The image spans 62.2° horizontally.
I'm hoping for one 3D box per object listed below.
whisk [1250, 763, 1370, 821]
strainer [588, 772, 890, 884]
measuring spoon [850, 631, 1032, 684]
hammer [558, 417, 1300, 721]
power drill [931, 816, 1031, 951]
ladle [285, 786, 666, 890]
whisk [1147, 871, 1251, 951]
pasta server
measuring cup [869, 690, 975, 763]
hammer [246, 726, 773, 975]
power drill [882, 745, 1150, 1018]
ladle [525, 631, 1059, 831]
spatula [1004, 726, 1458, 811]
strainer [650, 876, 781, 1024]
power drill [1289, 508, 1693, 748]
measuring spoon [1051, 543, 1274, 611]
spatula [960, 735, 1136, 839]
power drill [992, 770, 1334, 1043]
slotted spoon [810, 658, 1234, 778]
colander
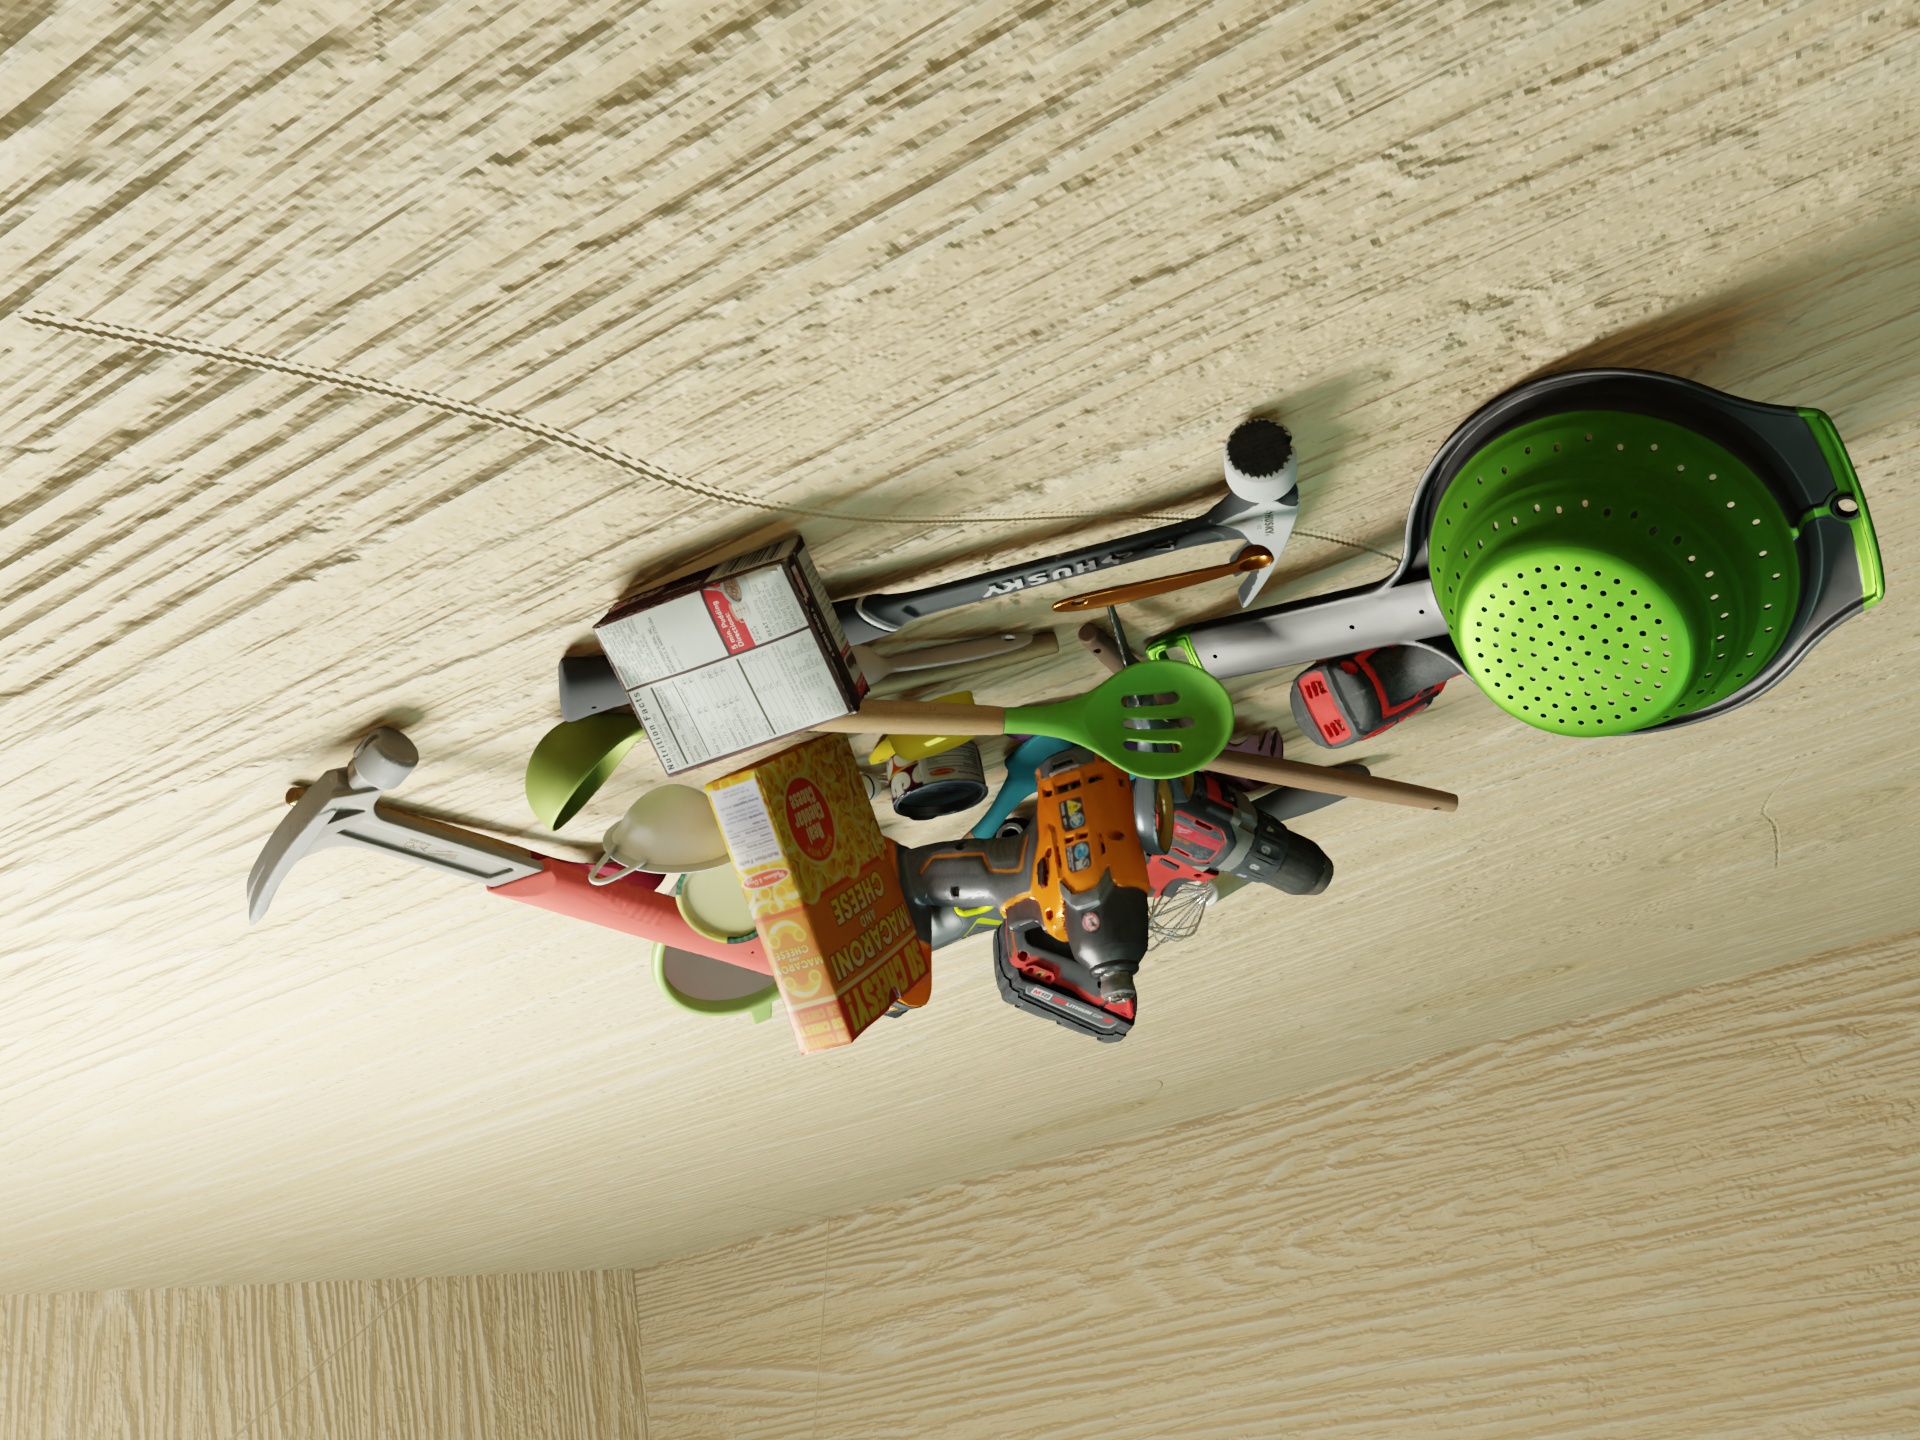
[{"bbox_3d":[0.214,0.081,1.282,0.239,0.055,0.055,-21,156,10],"label":"whisk"},{"bbox_3d":[-0.129,0.055,1.005,0.087,0.050,0.258,20,-161,34],"label":"strainer"},{"bbox_3d":[-0.017,-0.042,0.911,0.124,0.034,0.018,-11,120,-14],"label":"measuring spoon"},{"bbox_3d":[-0.023,-0.061,0.846,0.409,0.036,0.149,-14,158,7],"label":"hammer"},{"bbox_3d":[-0.015,0.149,1.288,0.228,0.080,0.190,-17,152,8],"label":"power drill"},{"bbox_3d":[-0.311,0.086,1.063,0.069,0.031,0.315,-28,151,23],"label":"ladle"},{"bbox_3d":[0.205,0.149,1.355,0.058,0.059,0.246,22,-164,25],"label":"whisk"},{"bbox_3d":[0.150,-0.007,1.068,0.060,0.040,0.316,-21,151,22],"label":"pasta server"},{"bbox_3d":[-0.030,0.017,0.999,0.062,0.029,0.156,-18,171,-21],"label":"measuring cup"},{"bbox_3d":[-0.257,0.115,1.019,0.149,0.037,0.358,-45,136,19],"label":"hammer"},{"bbox_3d":[0.018,0.125,1.044,0.226,0.164,0.084,-21,152,24],"label":"power drill"},{"bbox_3d":[-0.096,0.001,0.928,0.320,0.062,0.078,-13,178,-4],"label":"ladle"},{"bbox_3d":[0.184,0.030,1.074,0.316,0.018,0.059,10,155,-5],"label":"spatula"},{"bbox_3d":[-0.202,0.127,1.141,0.256,0.069,0.151,22,109,-42],"label":"strainer"},{"bbox_3d":[0.315,-0.053,0.951,0.143,0.078,0.219,-22,175,-43],"label":"power drill"},{"bbox_3d":[0.103,-0.074,0.819,0.117,0.011,0.021,-12,162,14],"label":"measuring spoon"},{"bbox_3d":[-0.001,0.106,1.156,0.082,0.044,0.317,24,126,-27],"label":"spatula"},{"bbox_3d":[0.147,0.136,1.180,0.187,0.080,0.226,24,121,-18],"label":"power drill"},{"bbox_3d":[-0.001,-0.003,0.903,0.313,0.070,0.031,1,168,-6],"label":"slotted spoon"},{"bbox_3d":[0.249,-0.047,0.830,0.397,0.204,0.094,-12,-155,42],"label":"colander"}]
